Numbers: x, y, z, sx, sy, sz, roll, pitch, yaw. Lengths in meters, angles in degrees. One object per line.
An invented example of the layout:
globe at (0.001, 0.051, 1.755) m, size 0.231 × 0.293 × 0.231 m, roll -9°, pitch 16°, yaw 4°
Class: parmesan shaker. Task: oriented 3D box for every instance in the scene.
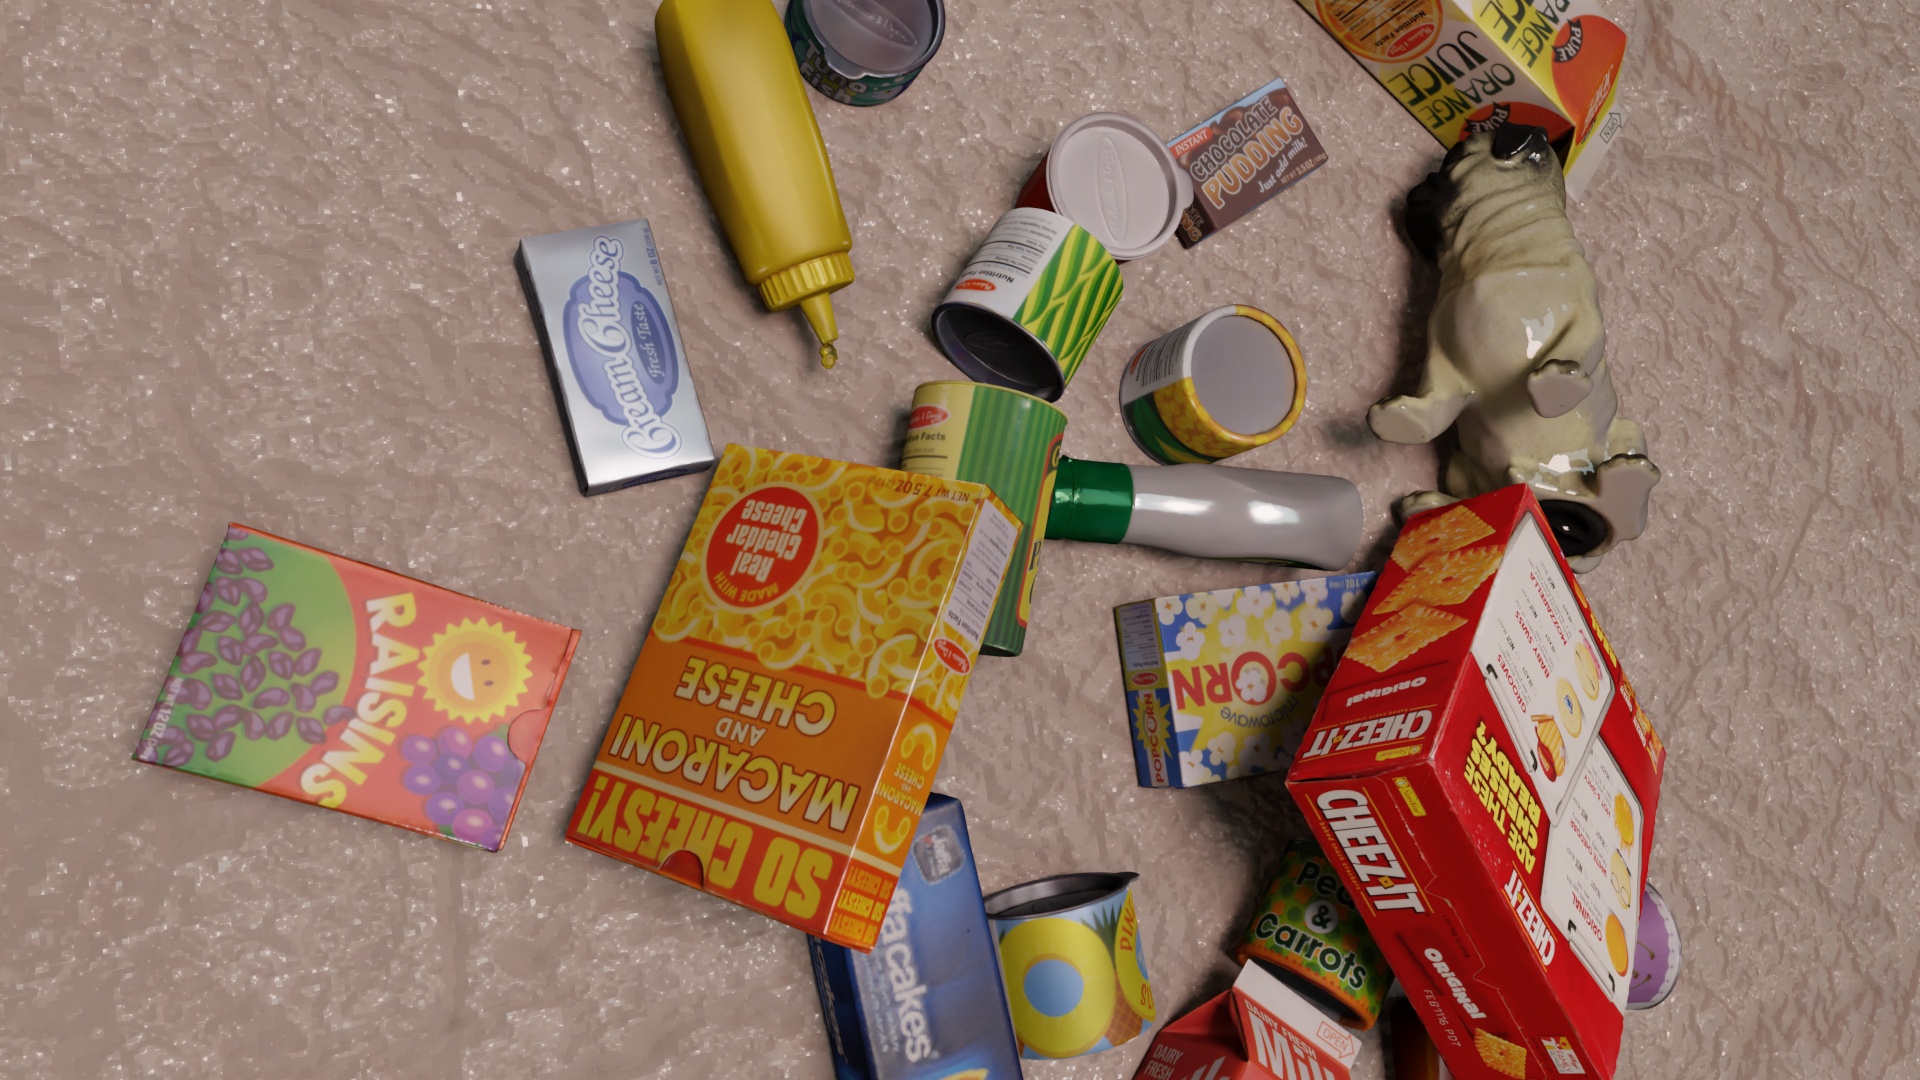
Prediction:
parmesan shaker at (0.002, -0.007, 0.581) m, size 0.071 × 0.071 × 0.103 m, roll 15°, pitch 80°, yaw -20°

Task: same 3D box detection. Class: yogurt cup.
yogurt cup at (0.060, -0.153, 0.635) m, size 0.072 × 0.054 × 0.072 m, roll 4°, pitch 80°, yaw -22°

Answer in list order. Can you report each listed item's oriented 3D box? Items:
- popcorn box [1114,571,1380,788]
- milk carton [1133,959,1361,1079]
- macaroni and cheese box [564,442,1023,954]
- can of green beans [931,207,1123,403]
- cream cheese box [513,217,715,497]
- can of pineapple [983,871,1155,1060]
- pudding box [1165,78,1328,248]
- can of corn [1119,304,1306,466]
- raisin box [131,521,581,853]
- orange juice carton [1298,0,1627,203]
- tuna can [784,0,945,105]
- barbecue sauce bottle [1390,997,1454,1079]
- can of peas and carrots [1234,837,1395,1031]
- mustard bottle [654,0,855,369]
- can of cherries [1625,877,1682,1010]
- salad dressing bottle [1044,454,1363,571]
popcorn box at (0.140, 0.063, 0.640) m, size 0.127 × 0.038 × 0.085 m, roll -5°, pitch 84°, yaw -23°
milk carton at (0.099, 0.274, 0.571) m, size 0.072 × 0.073 × 0.191 m, roll 39°, pitch 69°, yaw -12°
macaroni and cheese box at (-0.062, 0.051, 0.518) m, size 0.040 × 0.124 × 0.167 m, roll 44°, pitch 61°, yaw -55°
can of green beans at (0.030, -0.102, 0.607) m, size 0.071 × 0.071 × 0.058 m, roll 37°, pitch 70°, yaw -13°
cream cheese box at (-0.138, -0.073, 0.557) m, size 0.053 × 0.024 × 0.104 m, roll -16°, pitch 87°, yaw -22°
can of pineapple at (0.044, 0.172, 0.568) m, size 0.071 × 0.071 × 0.058 m, roll -10°, pitch 87°, yaw -23°
pudding box at (0.135, -0.186, 0.684) m, size 0.084 × 0.030 × 0.049 m, roll -34°, pitch 94°, yaw -23°
can of corn at (0.119, -0.069, 0.642) m, size 0.071 × 0.058 × 0.071 m, roll 3°, pitch 81°, yaw -21°
raisin box at (-0.212, 0.054, 0.498) m, size 0.123 × 0.040 × 0.086 m, roll 21°, pitch 73°, yaw -19°
orange juice carton at (0.274, -0.264, 0.730) m, size 0.192 × 0.073 × 0.072 m, roll 39°, pitch 70°, yaw -13°
tuna can at (-0.044, -0.228, 0.616) m, size 0.071 × 0.032 × 0.071 m, roll 4°, pitch 80°, yaw -22°
barbecue sauce bottle at (0.236, 0.288, 0.641) m, size 0.065 × 0.043 × 0.148 m, roll 0°, pitch 82°, yaw -22°
can of peas and carrots at (0.163, 0.173, 0.615) m, size 0.071 × 0.071 × 0.059 m, roll 37°, pitch 70°, yaw -13°
mustard bottle at (-0.078, -0.148, 0.575) m, size 0.049 × 0.065 × 0.160 m, roll -22°, pitch 96°, yaw -18°
can of cherries at (0.299, 0.191, 0.670) m, size 0.058 × 0.071 × 0.071 m, roll 4°, pitch 80°, yaw -20°
salad dressing bottle at (0.106, -0.013, 0.630) m, size 0.148 × 0.064 × 0.044 m, roll 5°, pitch 102°, yaw -13°
